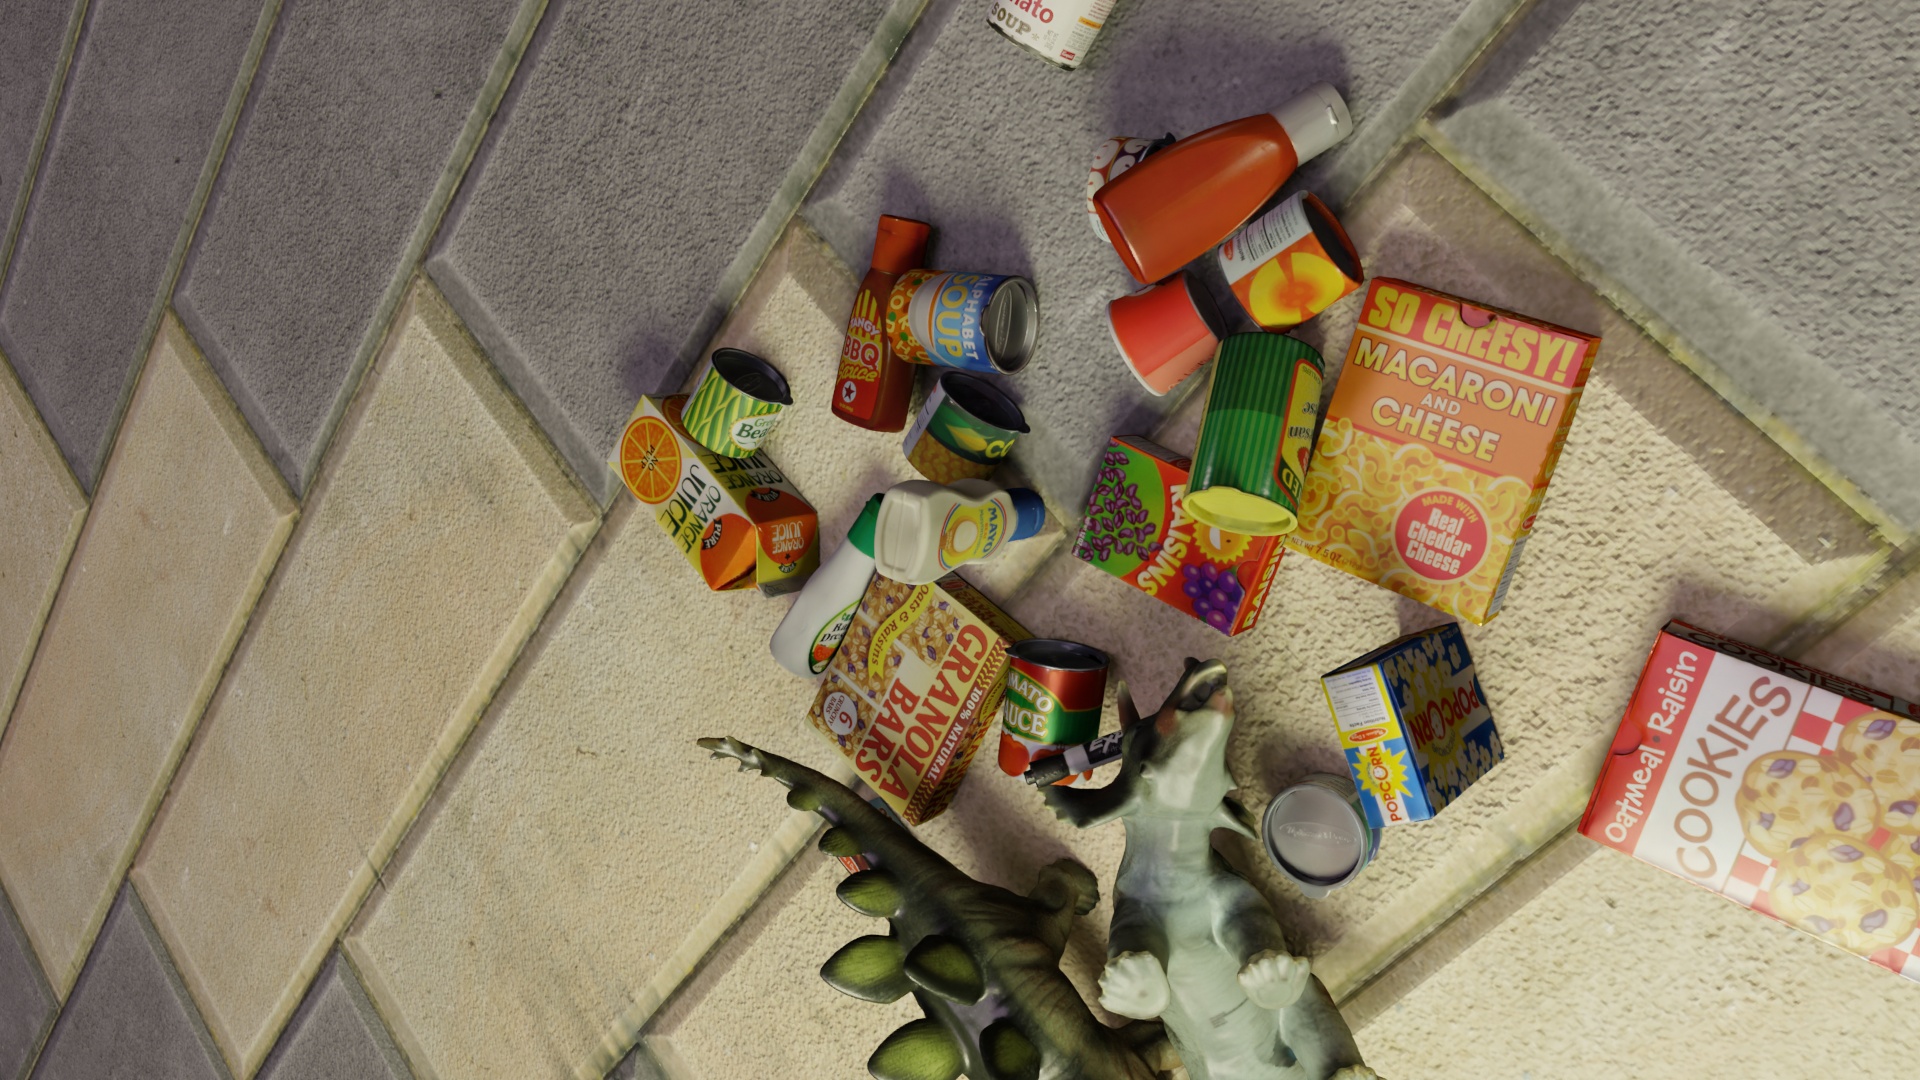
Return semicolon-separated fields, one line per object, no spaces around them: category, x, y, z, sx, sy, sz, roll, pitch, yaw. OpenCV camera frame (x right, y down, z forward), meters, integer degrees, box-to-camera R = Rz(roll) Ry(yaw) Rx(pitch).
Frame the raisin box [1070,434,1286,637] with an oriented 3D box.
raisin box;0.141;-0.005;0.879;0.123;0.040;0.085;29;110;28

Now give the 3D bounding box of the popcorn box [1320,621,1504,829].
popcorn box;0.250;0.099;0.764;0.038;0.127;0.085;-22;83;37

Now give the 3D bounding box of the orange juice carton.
orange juice carton;-0.182;-0.027;1.077;0.193;0.072;0.072;47;120;21

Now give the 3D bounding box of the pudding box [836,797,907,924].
pudding box;-0.057;0.242;1.050;0.084;0.030;0.049;46;120;21

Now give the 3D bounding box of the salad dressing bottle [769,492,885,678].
salad dressing bottle;-0.087;0.033;1.029;0.044;0.064;0.147;40;109;19

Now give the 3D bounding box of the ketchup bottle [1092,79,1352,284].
ketchup bottle;0.154;-0.212;0.805;0.149;0.043;0.064;-31;107;3

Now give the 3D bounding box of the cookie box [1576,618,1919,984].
cookie box;0.421;0.128;0.703;0.167;0.040;0.122;24;109;30

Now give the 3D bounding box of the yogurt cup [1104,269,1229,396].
yogurt cup;0.129;-0.131;0.857;0.054;0.072;0.072;-29;79;25

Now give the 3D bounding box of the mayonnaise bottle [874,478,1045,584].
mayonnaise bottle;0.003;-0.011;0.905;0.041;0.148;0.064;17;106;32

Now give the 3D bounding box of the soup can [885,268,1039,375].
soup can;0.000;-0.149;0.938;0.084;0.071;0.071;11;102;33

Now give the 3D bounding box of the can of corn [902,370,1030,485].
can of corn;0.004;-0.072;0.949;0.071;0.071;0.058;44;119;22

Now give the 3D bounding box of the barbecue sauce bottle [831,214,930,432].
barbecue sauce bottle;-0.053;-0.155;0.989;0.065;0.044;0.148;28;111;46

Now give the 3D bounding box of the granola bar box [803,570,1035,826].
granola bar box;-0.032;0.104;1.010;0.124;0.039;0.164;38;115;25

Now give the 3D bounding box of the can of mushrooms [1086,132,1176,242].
can of mushrooms;0.109;-0.218;0.859;0.033;0.071;0.071;15;104;33

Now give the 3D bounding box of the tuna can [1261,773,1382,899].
tuna can;0.222;0.180;0.850;0.071;0.033;0.071;5;99;34

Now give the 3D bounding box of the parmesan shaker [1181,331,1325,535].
parmesan shaker;0.171;-0.063;0.808;0.071;0.071;0.103;3;70;34

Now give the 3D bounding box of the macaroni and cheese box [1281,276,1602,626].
macaroni and cheese box;0.269;-0.052;0.785;0.124;0.040;0.165;24;109;29

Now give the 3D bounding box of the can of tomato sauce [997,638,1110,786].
can of tomato sauce;0.060;0.115;0.930;0.071;0.071;0.083;15;105;32

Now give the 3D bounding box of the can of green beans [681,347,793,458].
can of green beans;-0.172;-0.105;1.064;0.071;0.071;0.057;46;119;21

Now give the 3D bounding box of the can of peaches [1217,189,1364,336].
can of peaches;0.194;-0.160;0.809;0.058;0.071;0.071;-33;77;32
